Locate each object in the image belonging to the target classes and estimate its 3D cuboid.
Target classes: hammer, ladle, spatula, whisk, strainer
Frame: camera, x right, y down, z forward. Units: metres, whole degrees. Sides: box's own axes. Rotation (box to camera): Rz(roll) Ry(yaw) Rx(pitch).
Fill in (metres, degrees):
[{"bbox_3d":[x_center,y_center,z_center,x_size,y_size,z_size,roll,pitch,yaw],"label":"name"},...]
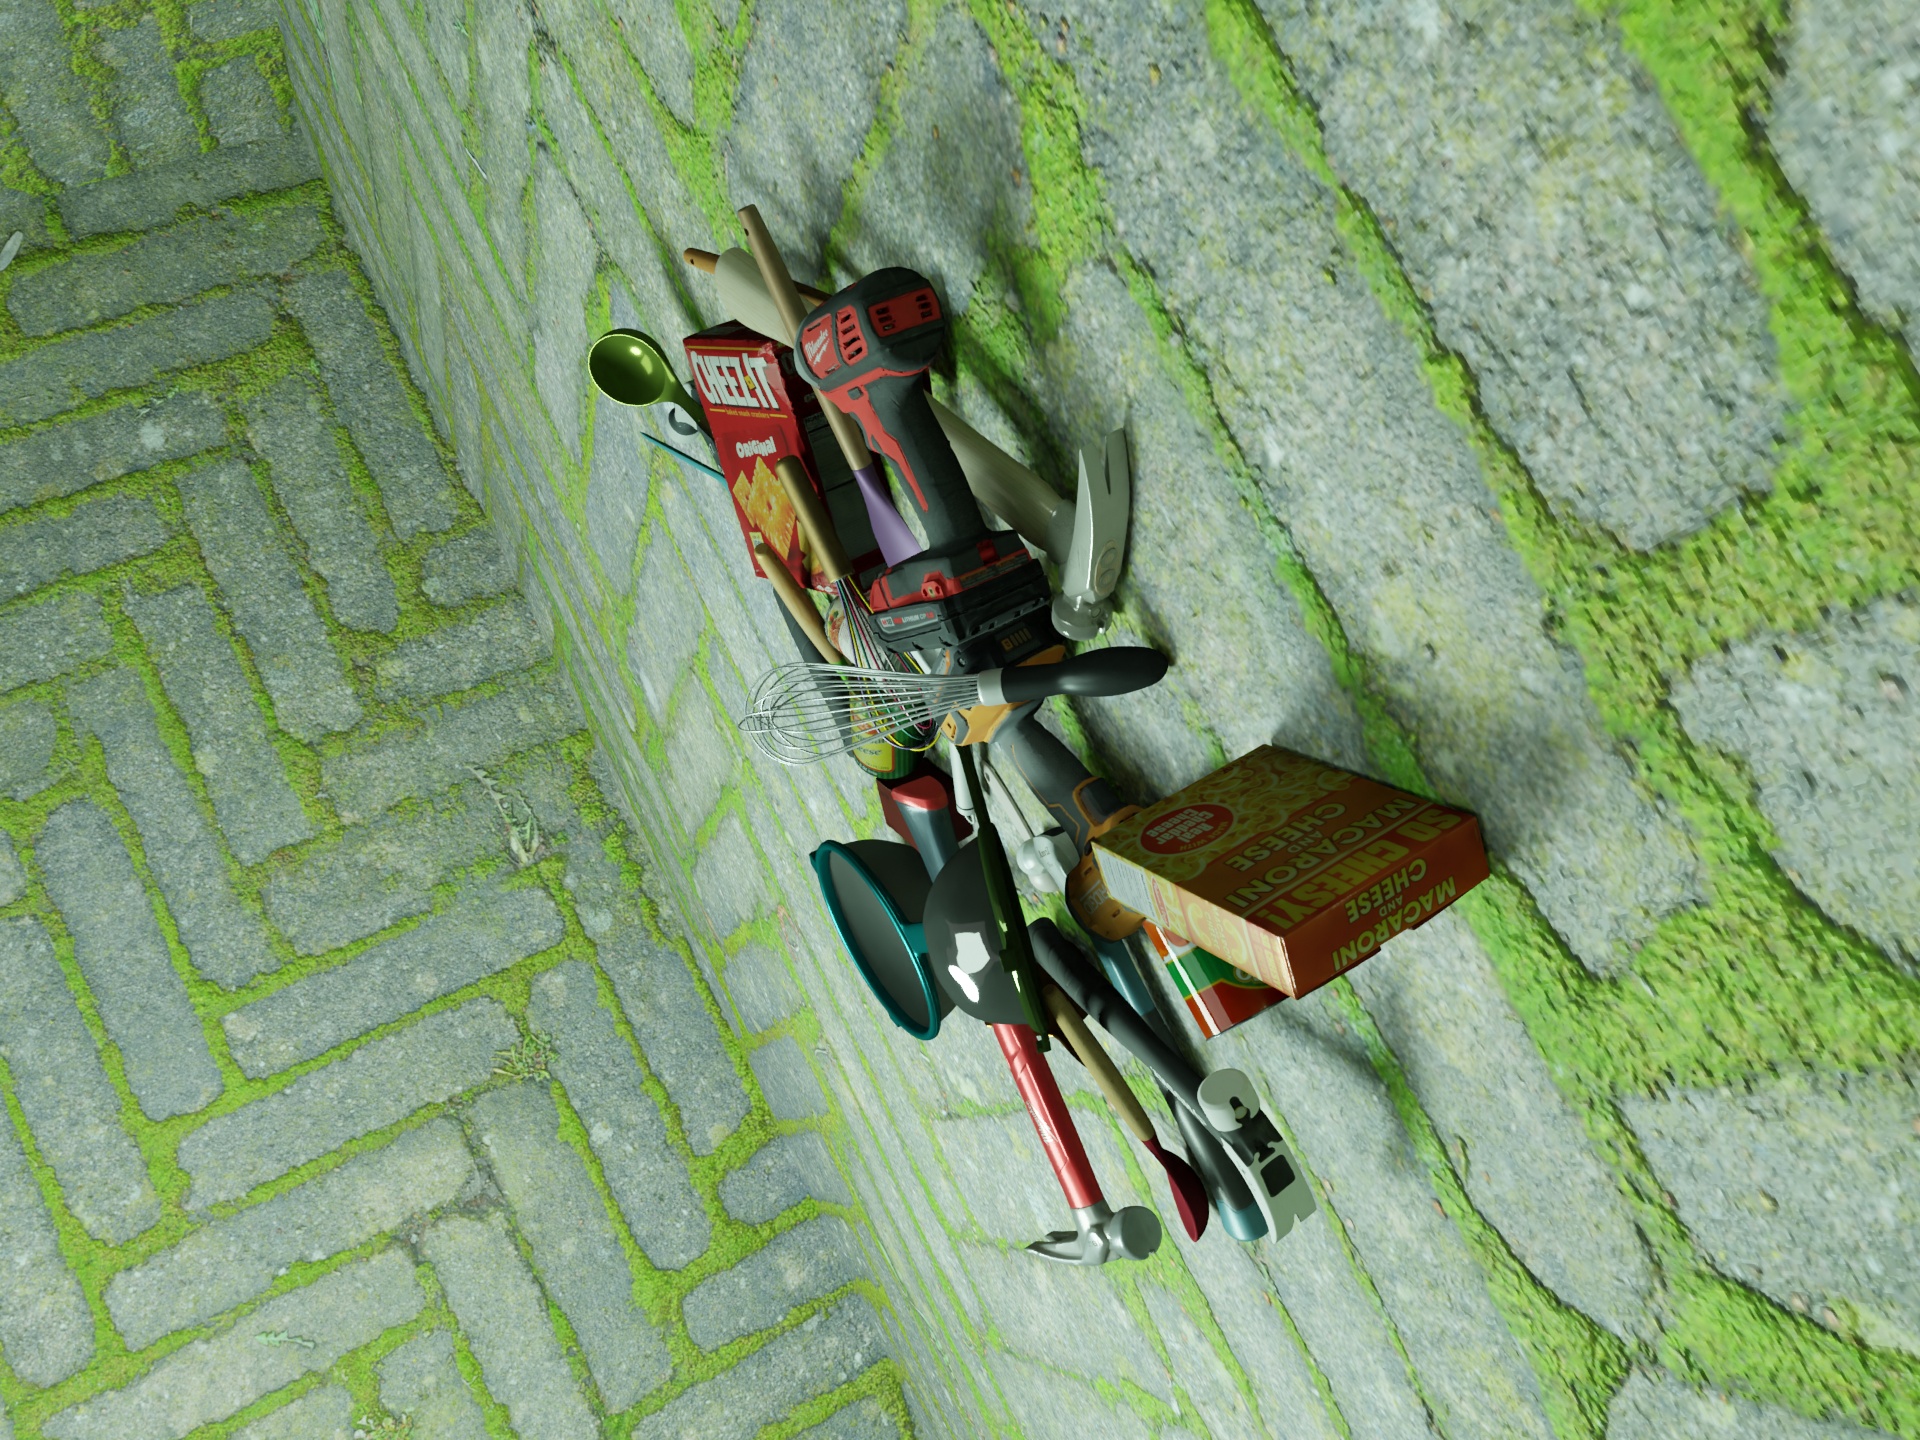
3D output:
[{"bbox_3d":[0.028,0.229,1.218,0.143,0.038,0.386,-30,81,55],"label":"hammer"},{"bbox_3d":[-0.226,-0.255,1.449,0.320,0.062,0.078,43,138,23],"label":"ladle"},{"bbox_3d":[-0.114,-0.303,1.155,0.323,0.041,0.081,30,142,39],"label":"spatula"},{"bbox_3d":[-0.186,-0.146,1.481,0.317,0.044,0.082,56,-179,-7],"label":"spatula"},{"bbox_3d":[-0.076,-0.090,1.203,0.047,0.051,0.245,-26,90,52],"label":"whisk"},{"bbox_3d":[-0.024,0.180,1.449,0.211,0.095,0.340,63,158,-2],"label":"strainer"},{"bbox_3d":[0.125,0.221,1.079,0.146,0.035,0.335,59,170,-28],"label":"hammer"},{"bbox_3d":[-0.002,-0.004,1.253,0.087,0.050,0.258,33,148,31],"label":"strainer"},{"bbox_3d":[-0.040,-0.219,1.045,0.411,0.038,0.146,43,149,31],"label":"hammer"},{"bbox_3d":[-0.075,-0.194,1.070,0.060,0.018,0.315,15,136,54],"label":"spatula"},{"bbox_3d":[0.141,0.229,1.181,0.331,0.033,0.128,64,161,5],"label":"hammer"},{"bbox_3d":[-0.009,-0.017,1.004,0.070,0.284,0.070,-8,-90,-73],"label":"whisk"},{"bbox_3d":[0.000,0.109,1.136,0.151,0.069,0.257,70,-176,-54],"label":"strainer"},{"bbox_3d":[0.125,0.287,1.162,0.315,0.031,0.069,58,-176,-37],"label":"ladle"},{"bbox_3d":[-0.180,-0.149,1.549,0.409,0.036,0.149,63,159,4],"label":"hammer"}]

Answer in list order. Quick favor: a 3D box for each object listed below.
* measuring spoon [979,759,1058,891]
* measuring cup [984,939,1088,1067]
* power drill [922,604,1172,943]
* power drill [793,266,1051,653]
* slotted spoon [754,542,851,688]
[{"bbox_3d":[0.042,0.086,1.284,0.124,0.018,0.034,60,159,18],"label":"measuring spoon"},{"bbox_3d":[0.076,0.219,1.239,0.174,0.095,0.052,-147,46,-64],"label":"measuring cup"},{"bbox_3d":[0.075,0.029,1.055,0.226,0.084,0.185,56,158,12],"label":"power drill"},{"bbox_3d":[-0.037,-0.157,0.981,0.143,0.078,0.219,-2,111,61],"label":"power drill"},{"bbox_3d":[-0.114,-0.065,1.350,0.313,0.031,0.070,60,-157,-61],"label":"slotted spoon"}]
